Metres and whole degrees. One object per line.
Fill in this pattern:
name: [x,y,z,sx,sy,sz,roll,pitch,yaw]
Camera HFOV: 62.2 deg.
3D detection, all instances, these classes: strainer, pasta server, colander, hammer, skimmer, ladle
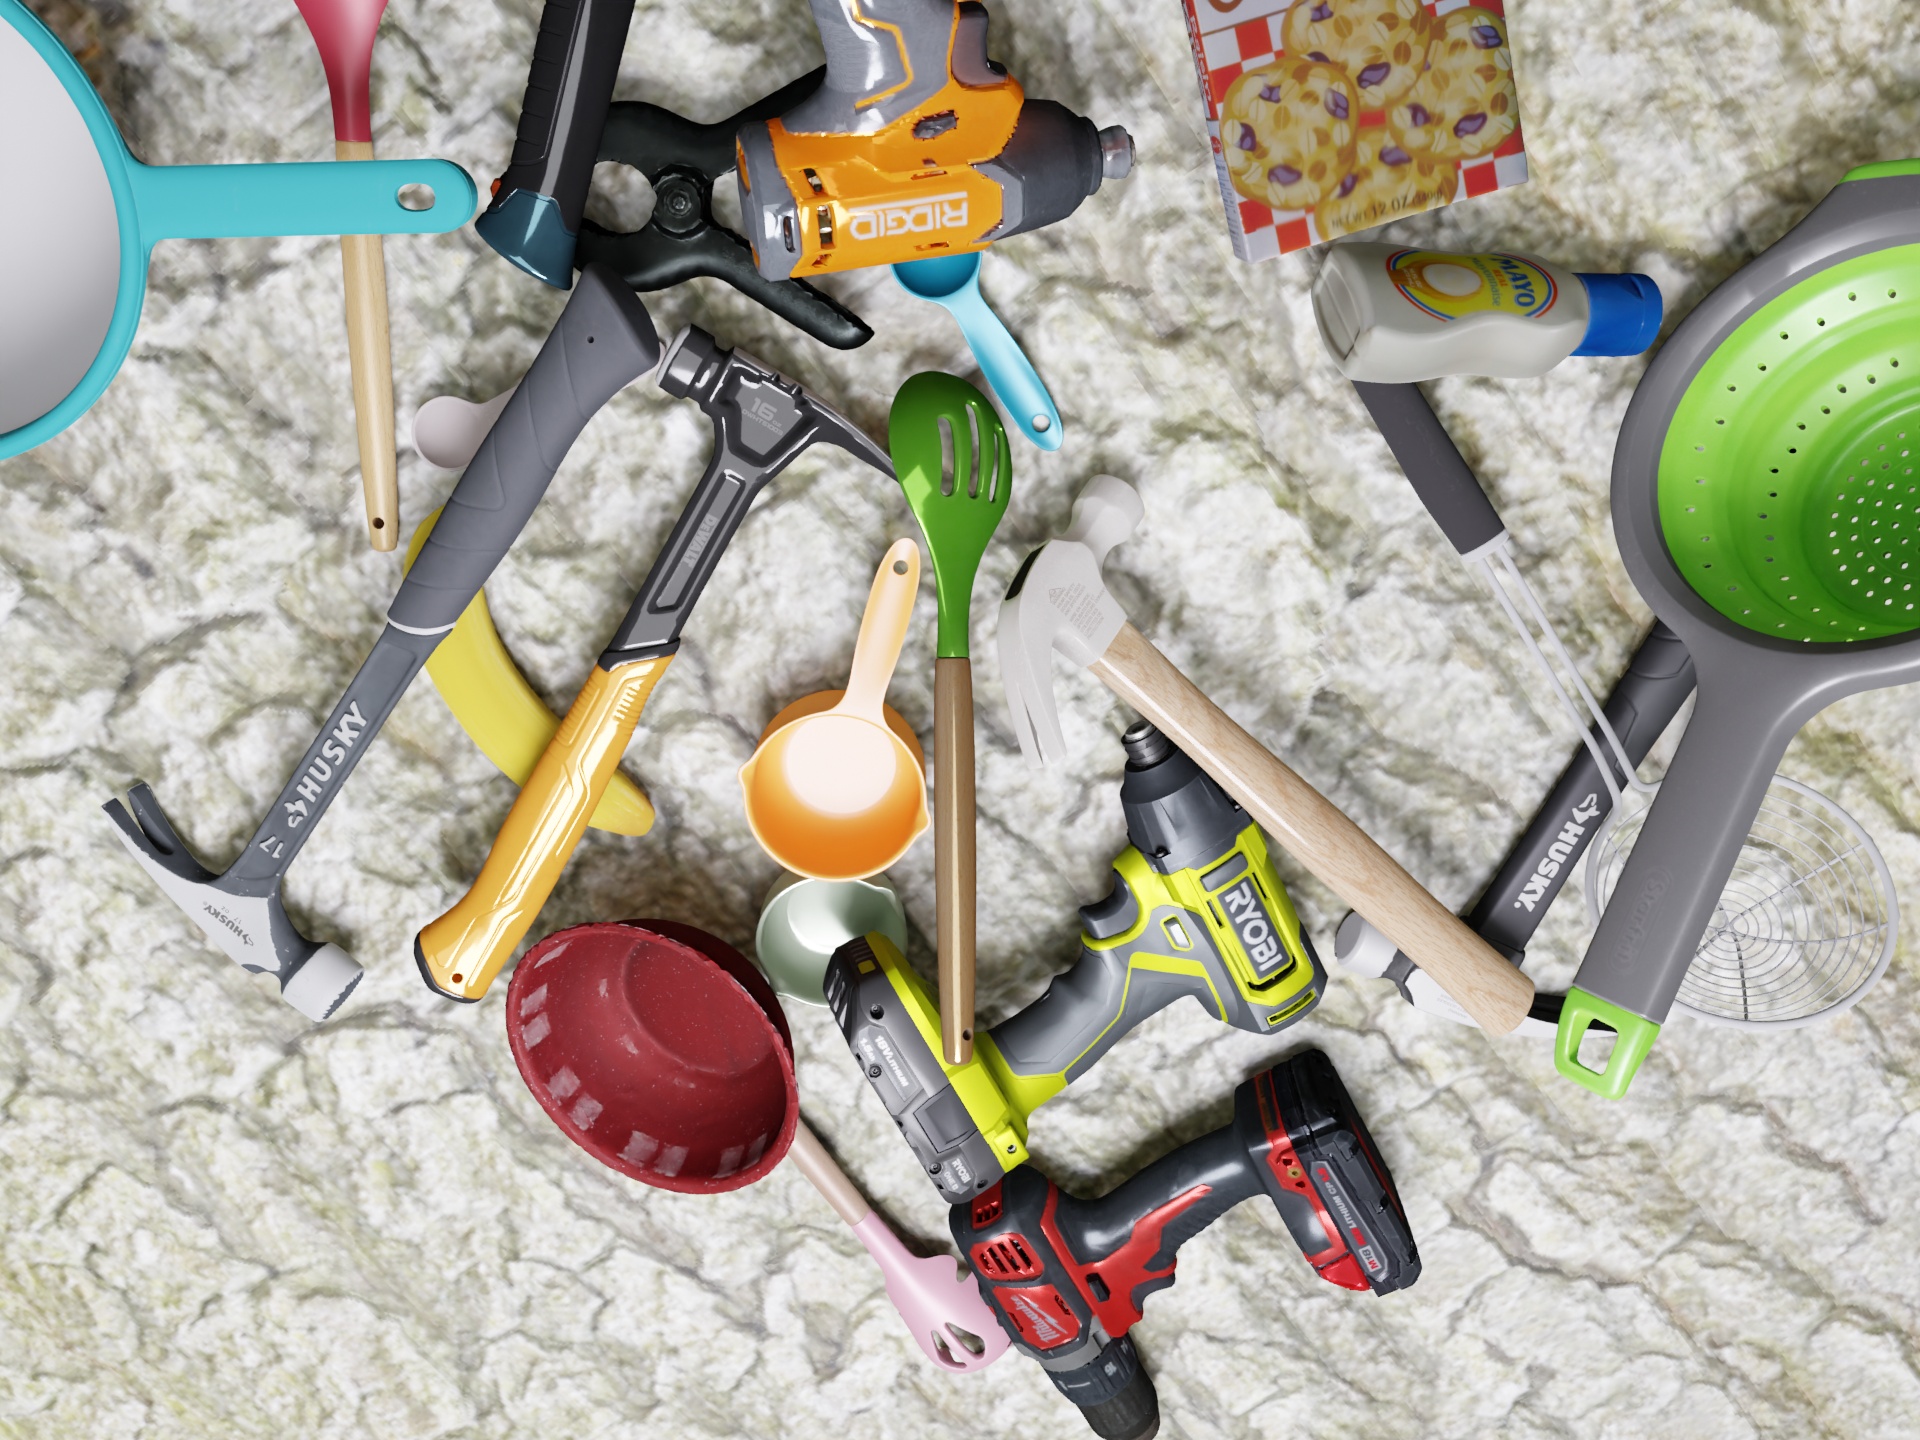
strainer: [-0.366,-0.220,0.665,0.340,0.095,0.211,-2,113,-2]
pasta server: [-0.071,0.248,0.873,0.060,0.040,0.316,-34,103,12]
colander: [0.352,-0.026,0.653,0.094,0.205,0.397,21,93,-38]
hammer: [0.329,0.012,0.780,0.146,0.035,0.334,24,108,-8]
skimmer: [0.278,-0.029,0.705,0.127,0.090,0.363,-34,96,-5]
hammer: [-0.259,-0.035,0.726,0.149,0.036,0.409,39,114,-4]
hammer: [-0.154,-0.007,0.744,0.127,0.034,0.337,29,100,-15]
ladle: [-0.265,-0.227,0.698,0.069,0.031,0.315,3,112,-1]
hammer: [0.149,0.039,0.747,0.331,0.031,0.130,41,65,-12]
hammer: [-0.135,-0.340,0.631,0.128,0.033,0.331,16,101,-7]

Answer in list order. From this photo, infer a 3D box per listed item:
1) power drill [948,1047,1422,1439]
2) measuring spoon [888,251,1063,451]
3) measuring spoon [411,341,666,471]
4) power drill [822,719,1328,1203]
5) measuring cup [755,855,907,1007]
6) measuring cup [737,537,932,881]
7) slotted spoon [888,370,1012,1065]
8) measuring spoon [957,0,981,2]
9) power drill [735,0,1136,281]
power drill: [0.128,0.296,0.864,0.226,0.080,0.187,-26,108,12]
measuring spoon: [0.011,-0.177,0.724,0.042,0.021,0.128,-30,116,11]
measuring spoon: [-0.193,-0.148,0.734,0.124,0.018,0.034,-21,96,1]
power drill: [0.053,0.116,0.779,0.223,0.080,0.171,-31,109,-7]
measuring cup: [-0.034,0.133,0.826,0.083,0.038,0.167,-42,111,13]
measuring cup: [-0.048,-0.010,0.764,0.095,0.052,0.173,15,107,-6]
slotted spoon: [-0.001,-0.002,0.715,0.070,0.031,0.314,-1,90,-40]
measuring spoon: [-0.010,-0.279,0.688,0.021,0.011,0.117,15,106,-6]
power drill: [-0.010,-0.282,0.595,0.164,0.084,0.226,-10,133,-9]
